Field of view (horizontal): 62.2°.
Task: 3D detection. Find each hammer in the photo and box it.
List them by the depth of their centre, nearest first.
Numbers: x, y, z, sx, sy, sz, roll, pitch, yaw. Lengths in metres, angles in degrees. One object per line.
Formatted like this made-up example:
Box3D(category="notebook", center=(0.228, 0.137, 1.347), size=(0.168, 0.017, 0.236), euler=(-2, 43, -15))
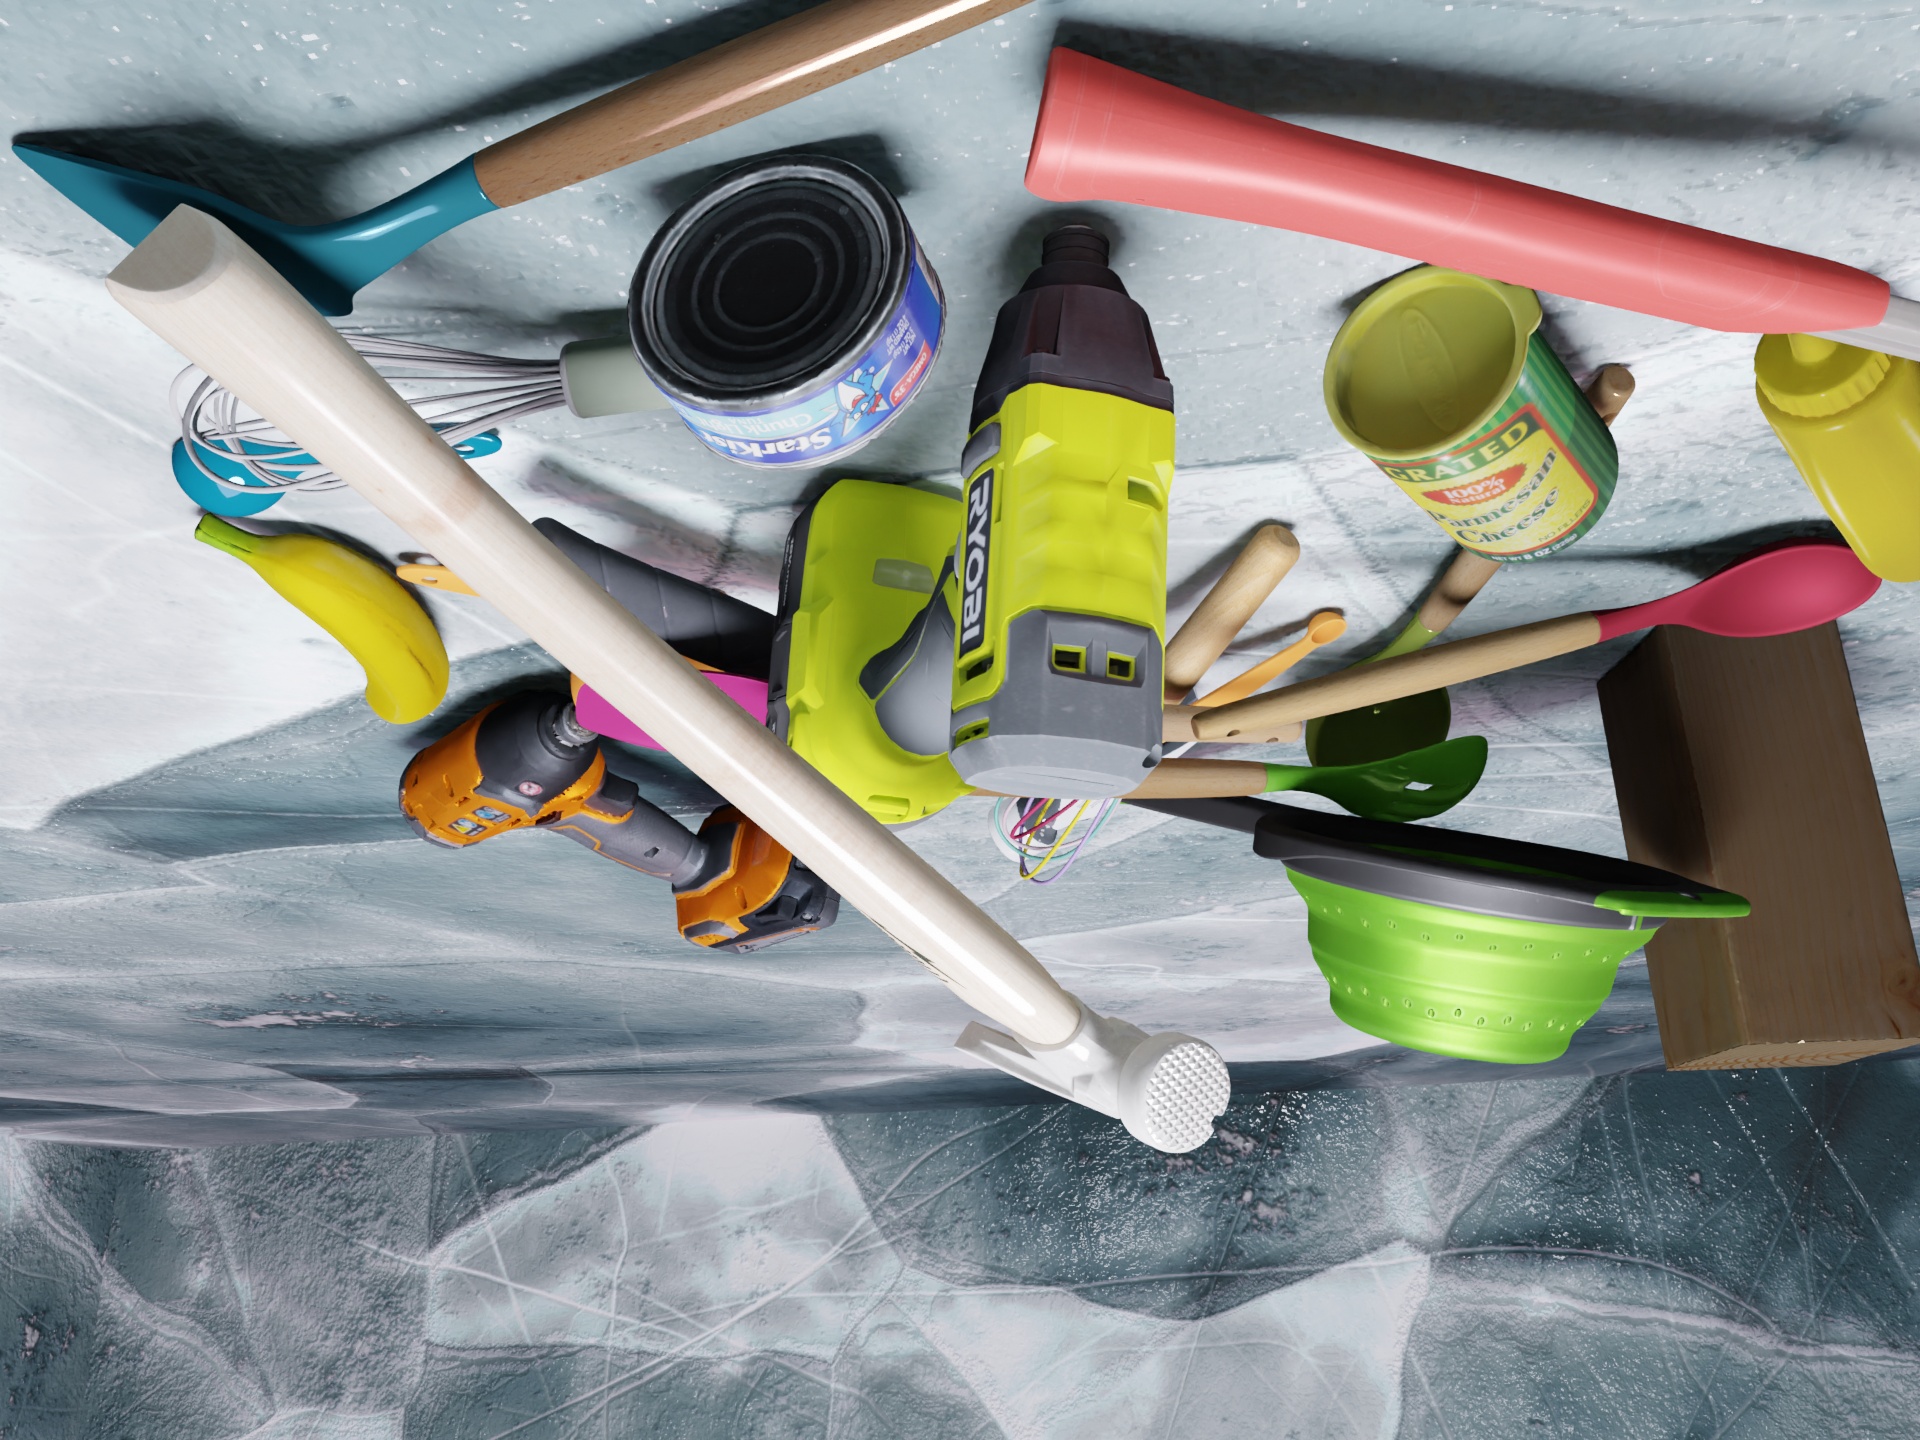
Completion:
Box3D(category="hammer", center=(0.195, -0.120, 0.421), size=(0.359, 0.037, 0.149), euler=(12, -176, -6))
Box3D(category="hammer", center=(-0.085, 0.003, 0.511), size=(0.410, 0.038, 0.146), euler=(43, 162, -23))
Box3D(category="hammer", center=(-0.033, -0.013, 0.735), size=(0.149, 0.036, 0.408), euler=(-33, 148, 27))

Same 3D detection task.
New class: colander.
Box3D(category="colander", center=(0.192, 0.096, 0.828), size=(0.204, 0.094, 0.397), euler=(5, -176, -35))

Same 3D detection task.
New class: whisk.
Box3D(category="whisk", center=(-0.134, -0.111, 0.519), size=(0.246, 0.058, 0.059), euler=(-7, 151, 1))
Box3D(category="whisk", center=(0.082, -0.004, 0.748), size=(0.047, 0.051, 0.245), euler=(-33, 163, -47))

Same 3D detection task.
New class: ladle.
Box3D(category="ladle", center=(0.249, -0.033, 0.686), size=(0.315, 0.031, 0.069), euler=(-13, 149, -9))
Box3D(category="ladle", center=(0.223, -0.047, 0.703), size=(0.078, 0.062, 0.320), euler=(-13, 159, -10))

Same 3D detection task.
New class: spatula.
Box3D(category="spatula", center=(-0.103, -0.161, 0.419), size=(0.317, 0.044, 0.082), euler=(-13, 155, 17))

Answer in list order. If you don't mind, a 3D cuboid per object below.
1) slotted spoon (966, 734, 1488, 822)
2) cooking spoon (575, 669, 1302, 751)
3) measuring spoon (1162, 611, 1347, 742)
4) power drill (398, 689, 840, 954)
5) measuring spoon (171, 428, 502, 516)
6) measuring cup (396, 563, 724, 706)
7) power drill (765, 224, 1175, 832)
Box3D(category="slotted spoon", center=(0.115, 0.028, 0.737), size=(0.313, 0.031, 0.070), euler=(1, 147, -21))
Box3D(category="cooking spoon", center=(-0.001, -0.002, 0.682), size=(0.318, 0.017, 0.068), euler=(2, 150, -14))
Box3D(category="measuring spoon", center=(0.138, -0.021, 0.782), size=(0.117, 0.011, 0.021), euler=(-35, 146, 27))
Box3D(category="power drill", center=(-0.173, 0.053, 0.877), size=(0.226, 0.084, 0.164), euler=(26, 148, -31))
Box3D(category="measuring spoon", center=(-0.232, -0.091, 0.591), size=(0.128, 0.021, 0.042), euler=(-4, 160, 9))
Box3D(category="measuring cup", center=(-0.171, -0.029, 0.720), size=(0.173, 0.052, 0.095), euler=(12, 156, -38))
Box3D(category="power drill", center=(0.001, -0.049, 0.543), size=(0.080, 0.171, 0.223), euler=(8, 166, -20))
